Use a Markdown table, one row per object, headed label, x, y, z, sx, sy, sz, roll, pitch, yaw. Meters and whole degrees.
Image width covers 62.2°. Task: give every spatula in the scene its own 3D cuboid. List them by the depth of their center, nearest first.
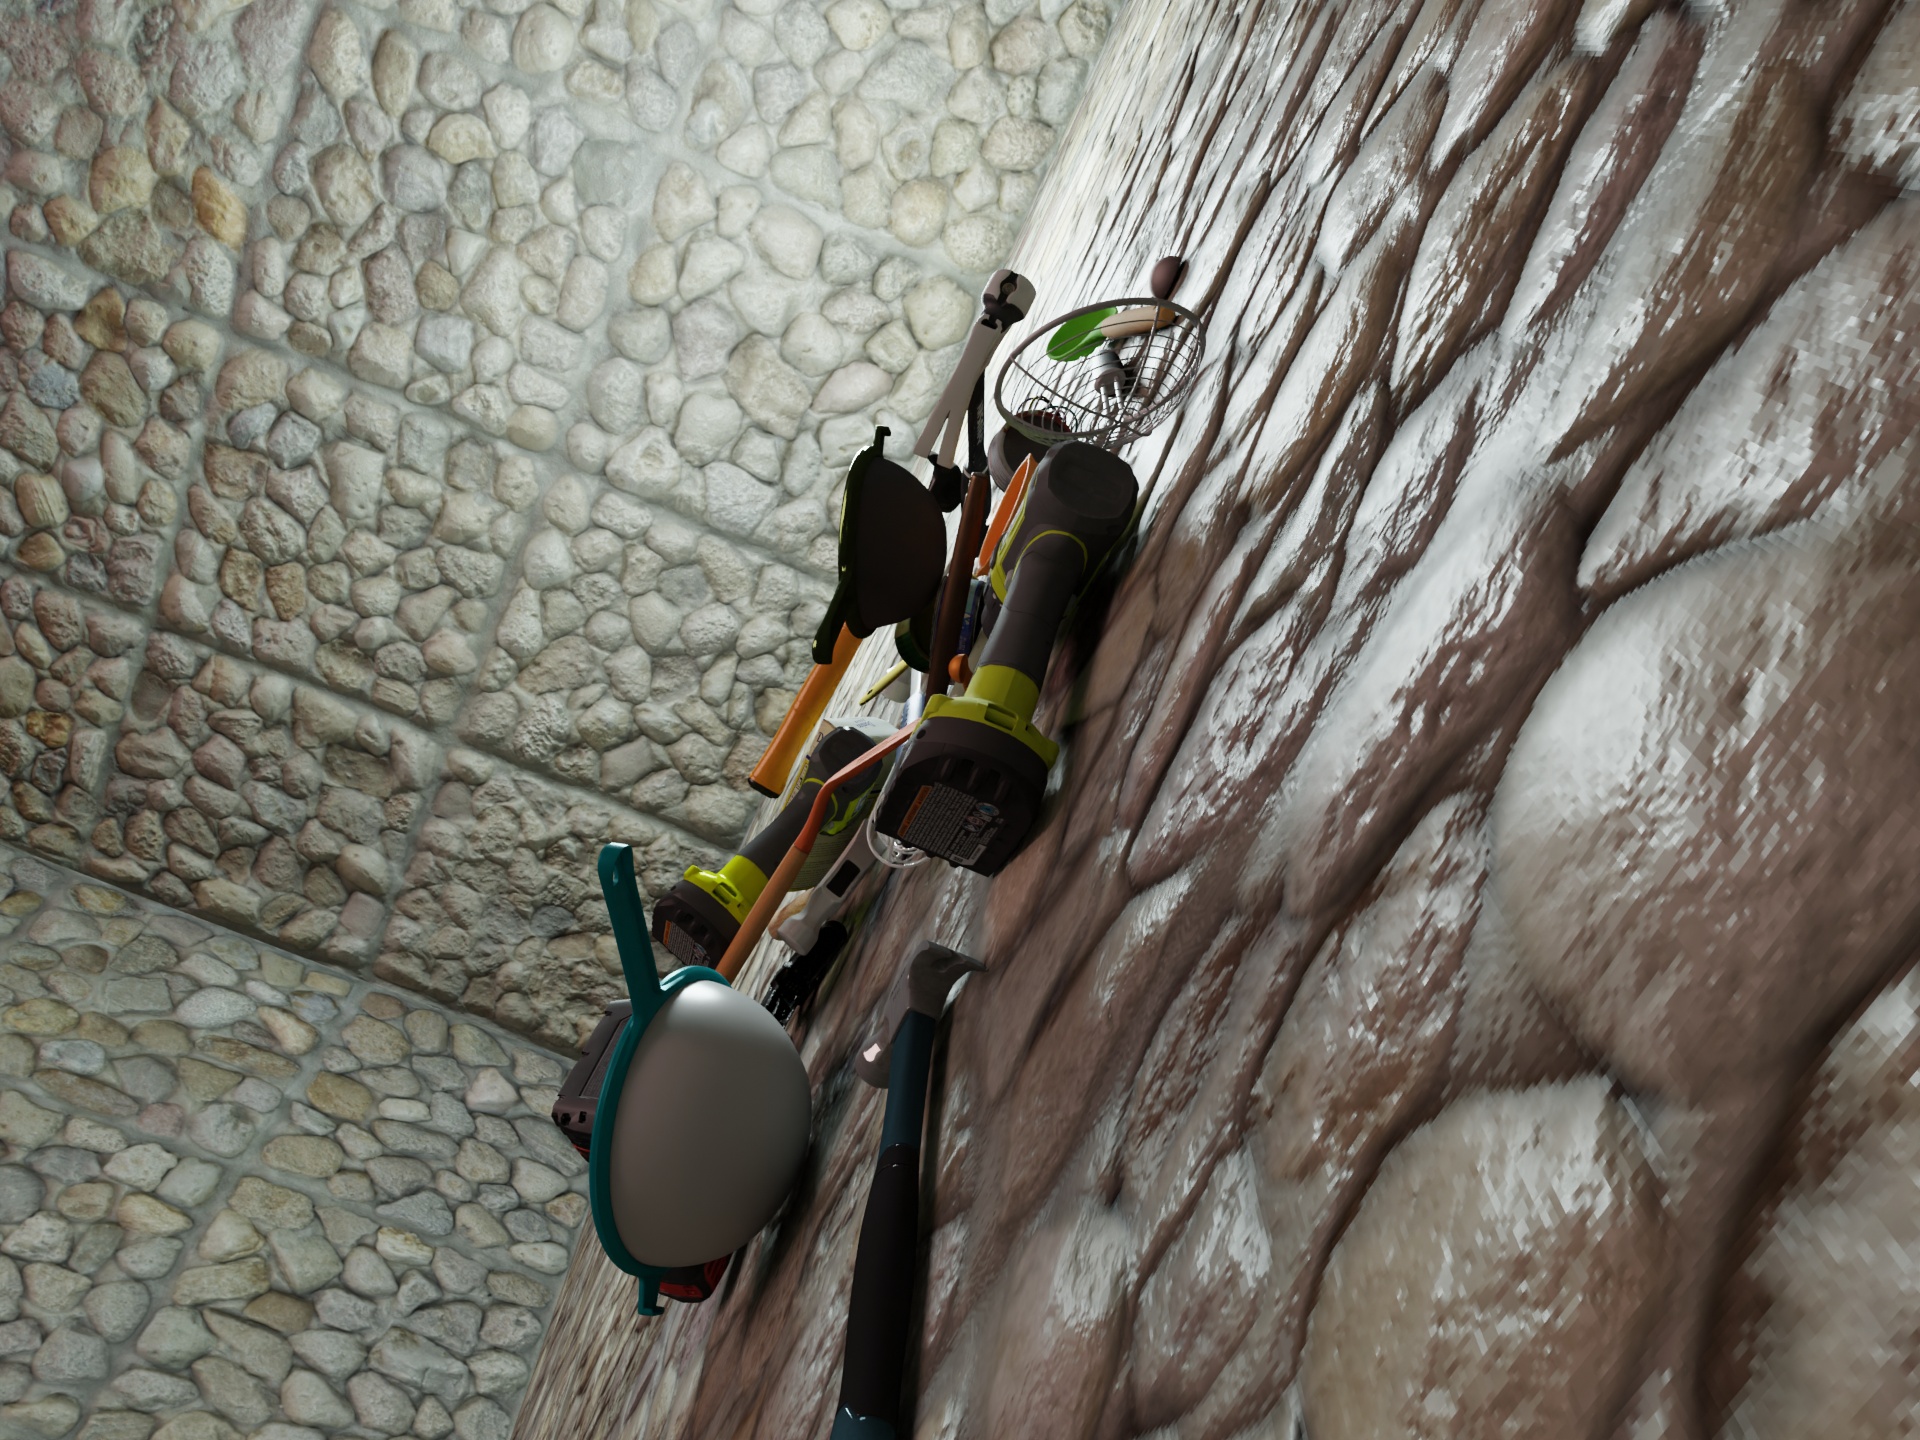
| label | x | y | z | sx | sy | sz | roll | pitch | yaw |
| --- | --- | --- | --- | --- | --- | --- | --- | --- | --- |
| spatula | -0.015 | -0.034 | 1.179 | 0.060 | 0.018 | 0.315 | -78 | 0 | -64 |
| spatula | -0.130 | 0.126 | 1.253 | 0.322 | 0.041 | 0.081 | -59 | 4 | 4 |

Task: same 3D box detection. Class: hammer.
| label | x | y | z | sx | sy | sz | roll | pitch | yaw |
| --- | --- | --- | --- | --- | --- | --- | --- | --- | --- |
| hammer | -0.032 | 0.225 | 0.766 | 0.331 | 0.033 | 0.128 | -84 | 18 | -62 |
| hammer | 0.012 | -0.215 | 1.333 | 0.408 | 0.036 | 0.149 | 87 | -152 | -77 |
| hammer | -0.093 | -0.083 | 1.401 | 0.337 | 0.034 | 0.127 | -60 | -7 | -3 |
| hammer | -0.132 | 0.162 | 1.417 | 0.130 | 0.031 | 0.331 | -51 | 3 | -19 |
| hammer | -0.040 | -0.023 | 1.453 | 0.406 | 0.035 | 0.144 | -92 | 26 | -70 |

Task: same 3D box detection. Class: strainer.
| label | x | y | z | sx | sy | sz | roll | pitch | yaw |
| --- | --- | --- | --- | --- | --- | --- | --- | --- | --- |
| strainer | -0.165 | 0.225 | 1.055 | 0.211 | 0.095 | 0.340 | -59 | -31 | -52 |
| strainer | -0.054 | -0.110 | 1.198 | 0.257 | 0.069 | 0.151 | -75 | -14 | -57 |

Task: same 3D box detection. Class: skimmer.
| label | x | y | z | sx | sy | sz | roll | pitch | yaw |
| --- | --- | --- | --- | --- | --- | --- | --- | --- | --- |
| skimmer | 0.091 | -0.242 | 1.046 | 0.127 | 0.090 | 0.363 | -20 | 17 | 10 |

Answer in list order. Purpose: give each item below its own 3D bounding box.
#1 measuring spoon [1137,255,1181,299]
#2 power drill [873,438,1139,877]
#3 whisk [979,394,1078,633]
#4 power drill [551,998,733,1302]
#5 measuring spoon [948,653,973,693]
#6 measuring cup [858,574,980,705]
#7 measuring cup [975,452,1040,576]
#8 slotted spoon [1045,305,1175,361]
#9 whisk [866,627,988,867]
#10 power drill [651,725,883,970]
| label | x | y | z | sx | sy | sz | roll | pitch | yaw |
| --- | --- | --- | --- | --- | --- | --- | --- | --- | --- |
| measuring spoon | 0.142 | -0.330 | 1.199 | 0.124 | 0.018 | 0.034 | -119 | 53 | -80 |
| power drill | 0.027 | -0.030 | 0.939 | 0.190 | 0.080 | 0.229 | 119 | 173 | -62 |
| whisk | 0.052 | -0.161 | 1.267 | 0.047 | 0.051 | 0.245 | 86 | -164 | -60 |
| power drill | -0.206 | 0.307 | 1.210 | 0.188 | 0.080 | 0.226 | -66 | -30 | -43 |
| measuring spoon | 0.006 | -0.016 | 1.080 | 0.116 | 0.011 | 0.021 | 66 | -144 | -66 |
| measuring cup | -0.041 | -0.075 | 1.420 | 0.156 | 0.029 | 0.062 | -44 | 20 | -6 |
| measuring cup | 0.050 | -0.142 | 1.171 | 0.174 | 0.052 | 0.095 | -112 | 46 | -81 |
| slotted spoon | 0.120 | -0.304 | 1.233 | 0.070 | 0.031 | 0.314 | -40 | 13 | 1 |
| whisk | -0.002 | -0.004 | 1.146 | 0.057 | 0.059 | 0.246 | 70 | -140 | -61 |
| power drill | -0.161 | 0.118 | 1.371 | 0.223 | 0.080 | 0.171 | -48 | -6 | -25 |
